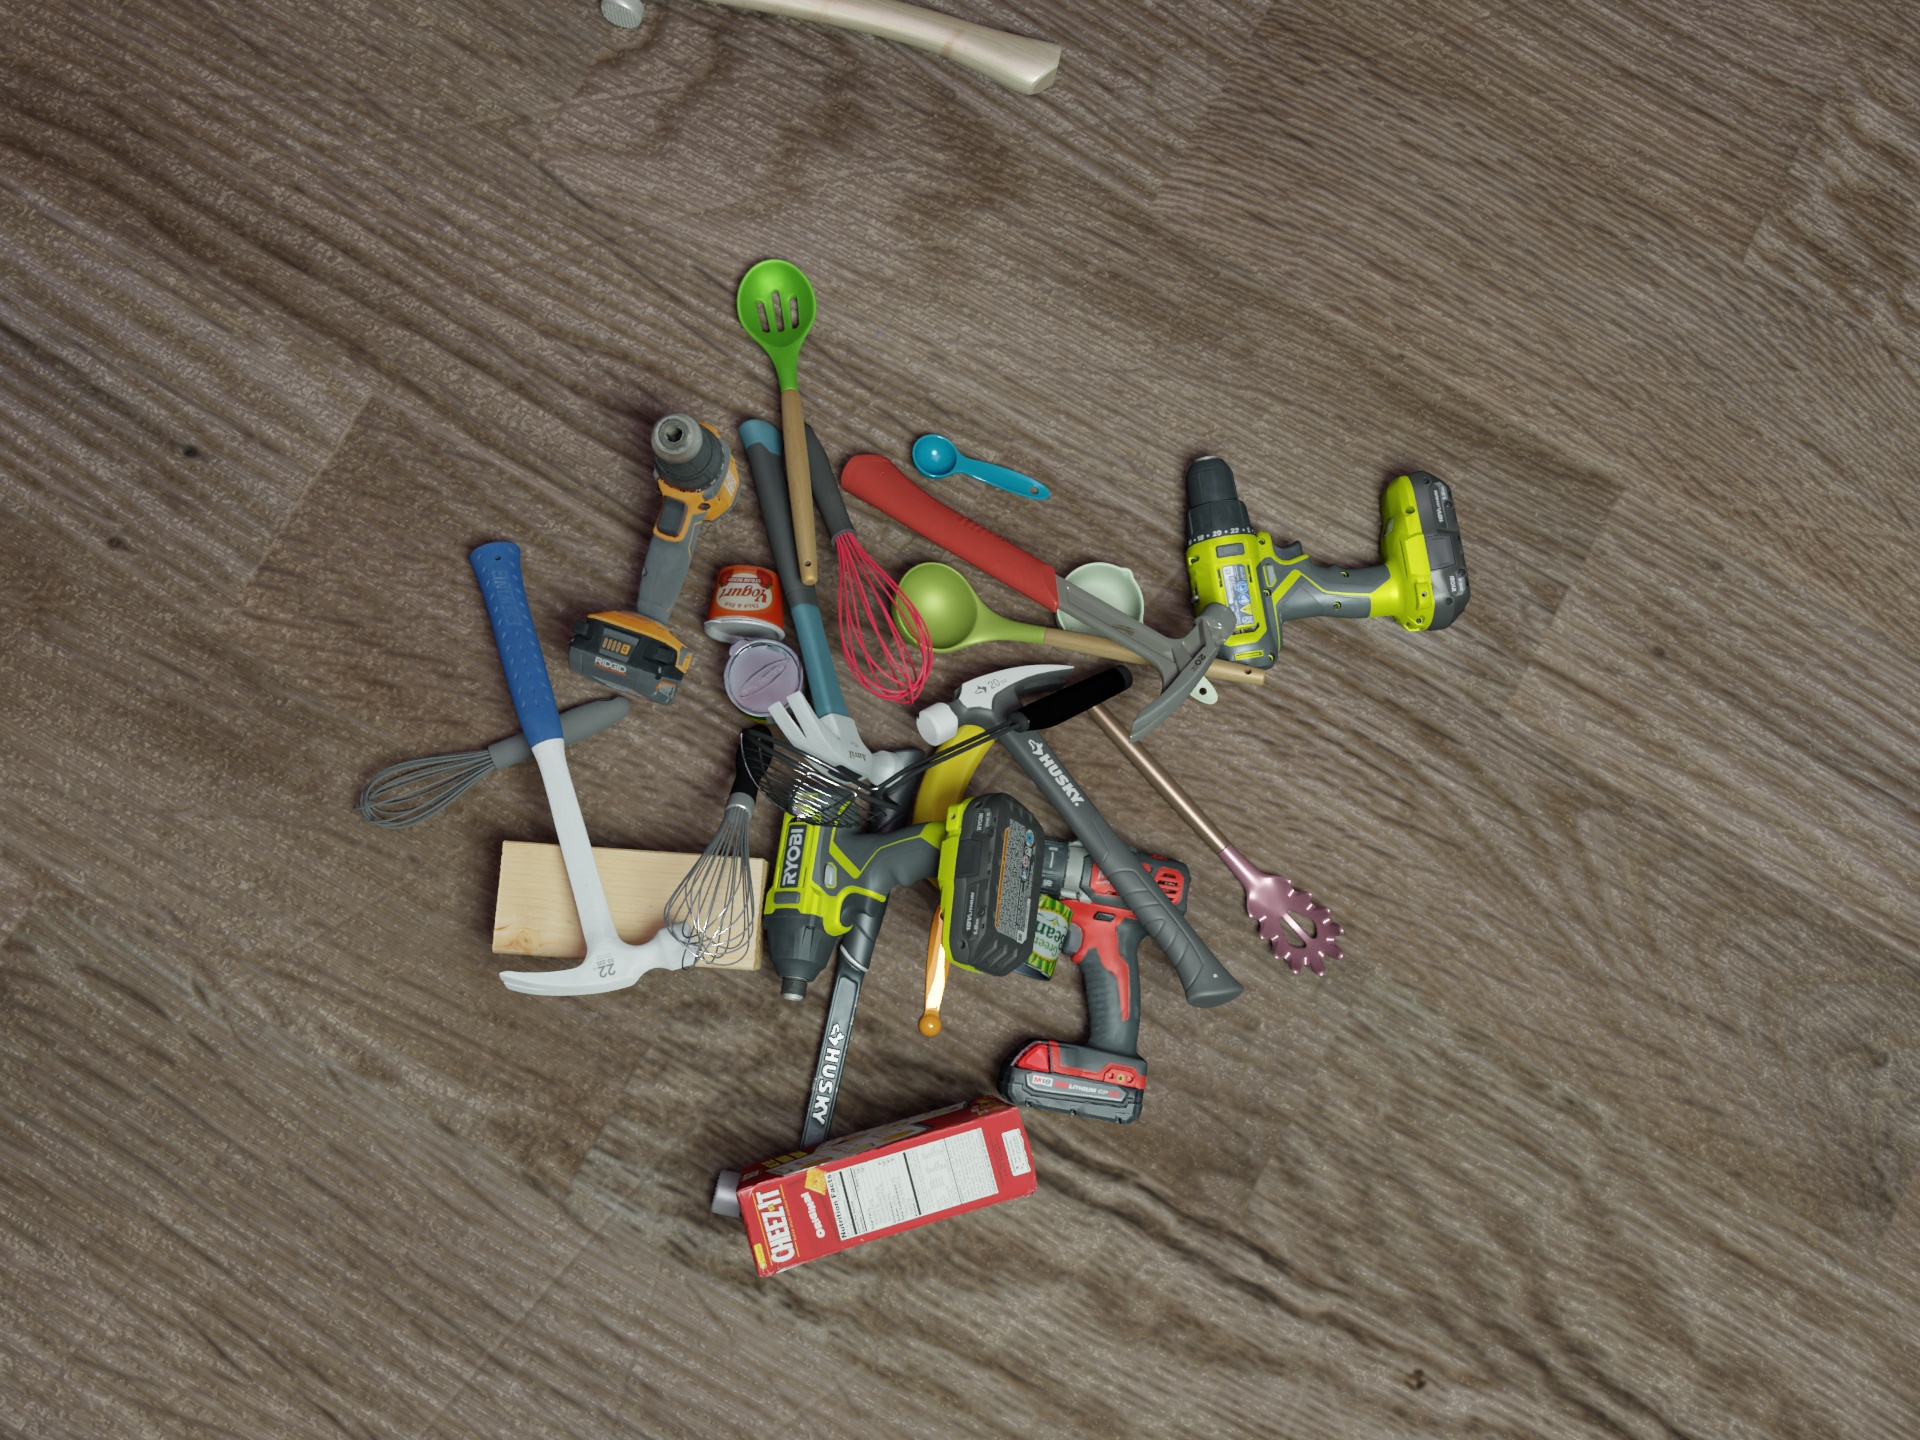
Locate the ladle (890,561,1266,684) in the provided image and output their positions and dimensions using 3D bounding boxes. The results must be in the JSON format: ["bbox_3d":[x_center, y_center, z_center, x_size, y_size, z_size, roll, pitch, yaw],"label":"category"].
[{"bbox_3d":[0.095,-0.070,1.327,0.320,0.062,0.078,12,73,15],"label":"ladle"}]

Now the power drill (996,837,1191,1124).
[{"bbox_3d":[0.084,0.207,1.321,0.188,0.080,0.227,11,79,-2],"label":"power drill"}]

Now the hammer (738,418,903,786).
[{"bbox_3d":[-0.132,-0.104,1.329,0.033,0.128,0.331,-27,68,27],"label":"hammer"}]

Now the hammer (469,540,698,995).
[{"bbox_3d":[-0.334,0.030,1.271,0.144,0.035,0.406,-16,65,-13],"label":"hammer"}]

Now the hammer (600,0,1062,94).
[{"bbox_3d":[-0.108,-0.655,1.443,0.410,0.038,0.146,14,80,-2],"label":"hammer"}]

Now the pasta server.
[{"bbox_3d":[0.207,0.090,1.362,0.060,0.040,0.316,-42,86,3],"label":"pasta server"}]

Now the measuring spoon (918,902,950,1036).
[{"bbox_3d":[-0.019,0.209,1.344,0.021,0.011,0.117,8,82,-3],"label":"measuring spoon"}]

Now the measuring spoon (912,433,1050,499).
[{"bbox_3d":[0.017,-0.215,1.404,0.128,0.021,0.042,18,66,-10],"label":"measuring spoon"}]

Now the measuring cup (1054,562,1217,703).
[{"bbox_3d":[0.153,-0.068,1.381,0.167,0.038,0.083,39,82,0],"label":"measuring cup"}]

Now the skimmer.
[{"bbox_3d":[-0.002,-0.004,1.242,0.363,0.127,0.090,-23,123,-33],"label":"skimmer"}]

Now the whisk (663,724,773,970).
[{"bbox_3d":[-0.180,0.090,1.249,0.070,0.285,0.070,2,125,2],"label":"whisk"}]

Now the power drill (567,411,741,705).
[{"bbox_3d":[-0.244,-0.135,1.292,0.084,0.185,0.226,19,85,1],"label":"power drill"}]

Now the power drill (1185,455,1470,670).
[{"bbox_3d":[0.309,-0.147,1.382,0.228,0.080,0.190,-8,83,-2],"label":"power drill"}]

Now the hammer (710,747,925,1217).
[{"bbox_3d":[-0.088,0.220,1.328,0.149,0.036,0.409,13,82,-3],"label":"hammer"}]

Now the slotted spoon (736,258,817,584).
[{"bbox_3d":[-0.145,-0.257,1.358,0.070,0.031,0.314,-7,68,-3],"label":"slotted spoon"}]

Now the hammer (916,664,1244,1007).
[{"bbox_3d":[0.116,0.093,1.297,0.146,0.035,0.335,-27,70,-31],"label":"hammer"}]

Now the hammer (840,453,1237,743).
[{"bbox_3d":[0.042,-0.120,1.320,0.359,0.036,0.149,32,58,19],"label":"hammer"}]

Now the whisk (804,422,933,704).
[{"bbox_3d":[-0.091,-0.137,1.329,0.073,0.073,0.296,-20,63,-6],"label":"whisk"}]

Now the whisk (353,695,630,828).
[{"bbox_3d":[-0.389,0.030,1.329,0.239,0.055,0.055,-23,85,-10],"label":"whisk"}]

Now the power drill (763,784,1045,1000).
[{"bbox_3d":[-0.053,0.136,1.249,0.223,0.080,0.171,-5,68,32],"label":"power drill"}]
